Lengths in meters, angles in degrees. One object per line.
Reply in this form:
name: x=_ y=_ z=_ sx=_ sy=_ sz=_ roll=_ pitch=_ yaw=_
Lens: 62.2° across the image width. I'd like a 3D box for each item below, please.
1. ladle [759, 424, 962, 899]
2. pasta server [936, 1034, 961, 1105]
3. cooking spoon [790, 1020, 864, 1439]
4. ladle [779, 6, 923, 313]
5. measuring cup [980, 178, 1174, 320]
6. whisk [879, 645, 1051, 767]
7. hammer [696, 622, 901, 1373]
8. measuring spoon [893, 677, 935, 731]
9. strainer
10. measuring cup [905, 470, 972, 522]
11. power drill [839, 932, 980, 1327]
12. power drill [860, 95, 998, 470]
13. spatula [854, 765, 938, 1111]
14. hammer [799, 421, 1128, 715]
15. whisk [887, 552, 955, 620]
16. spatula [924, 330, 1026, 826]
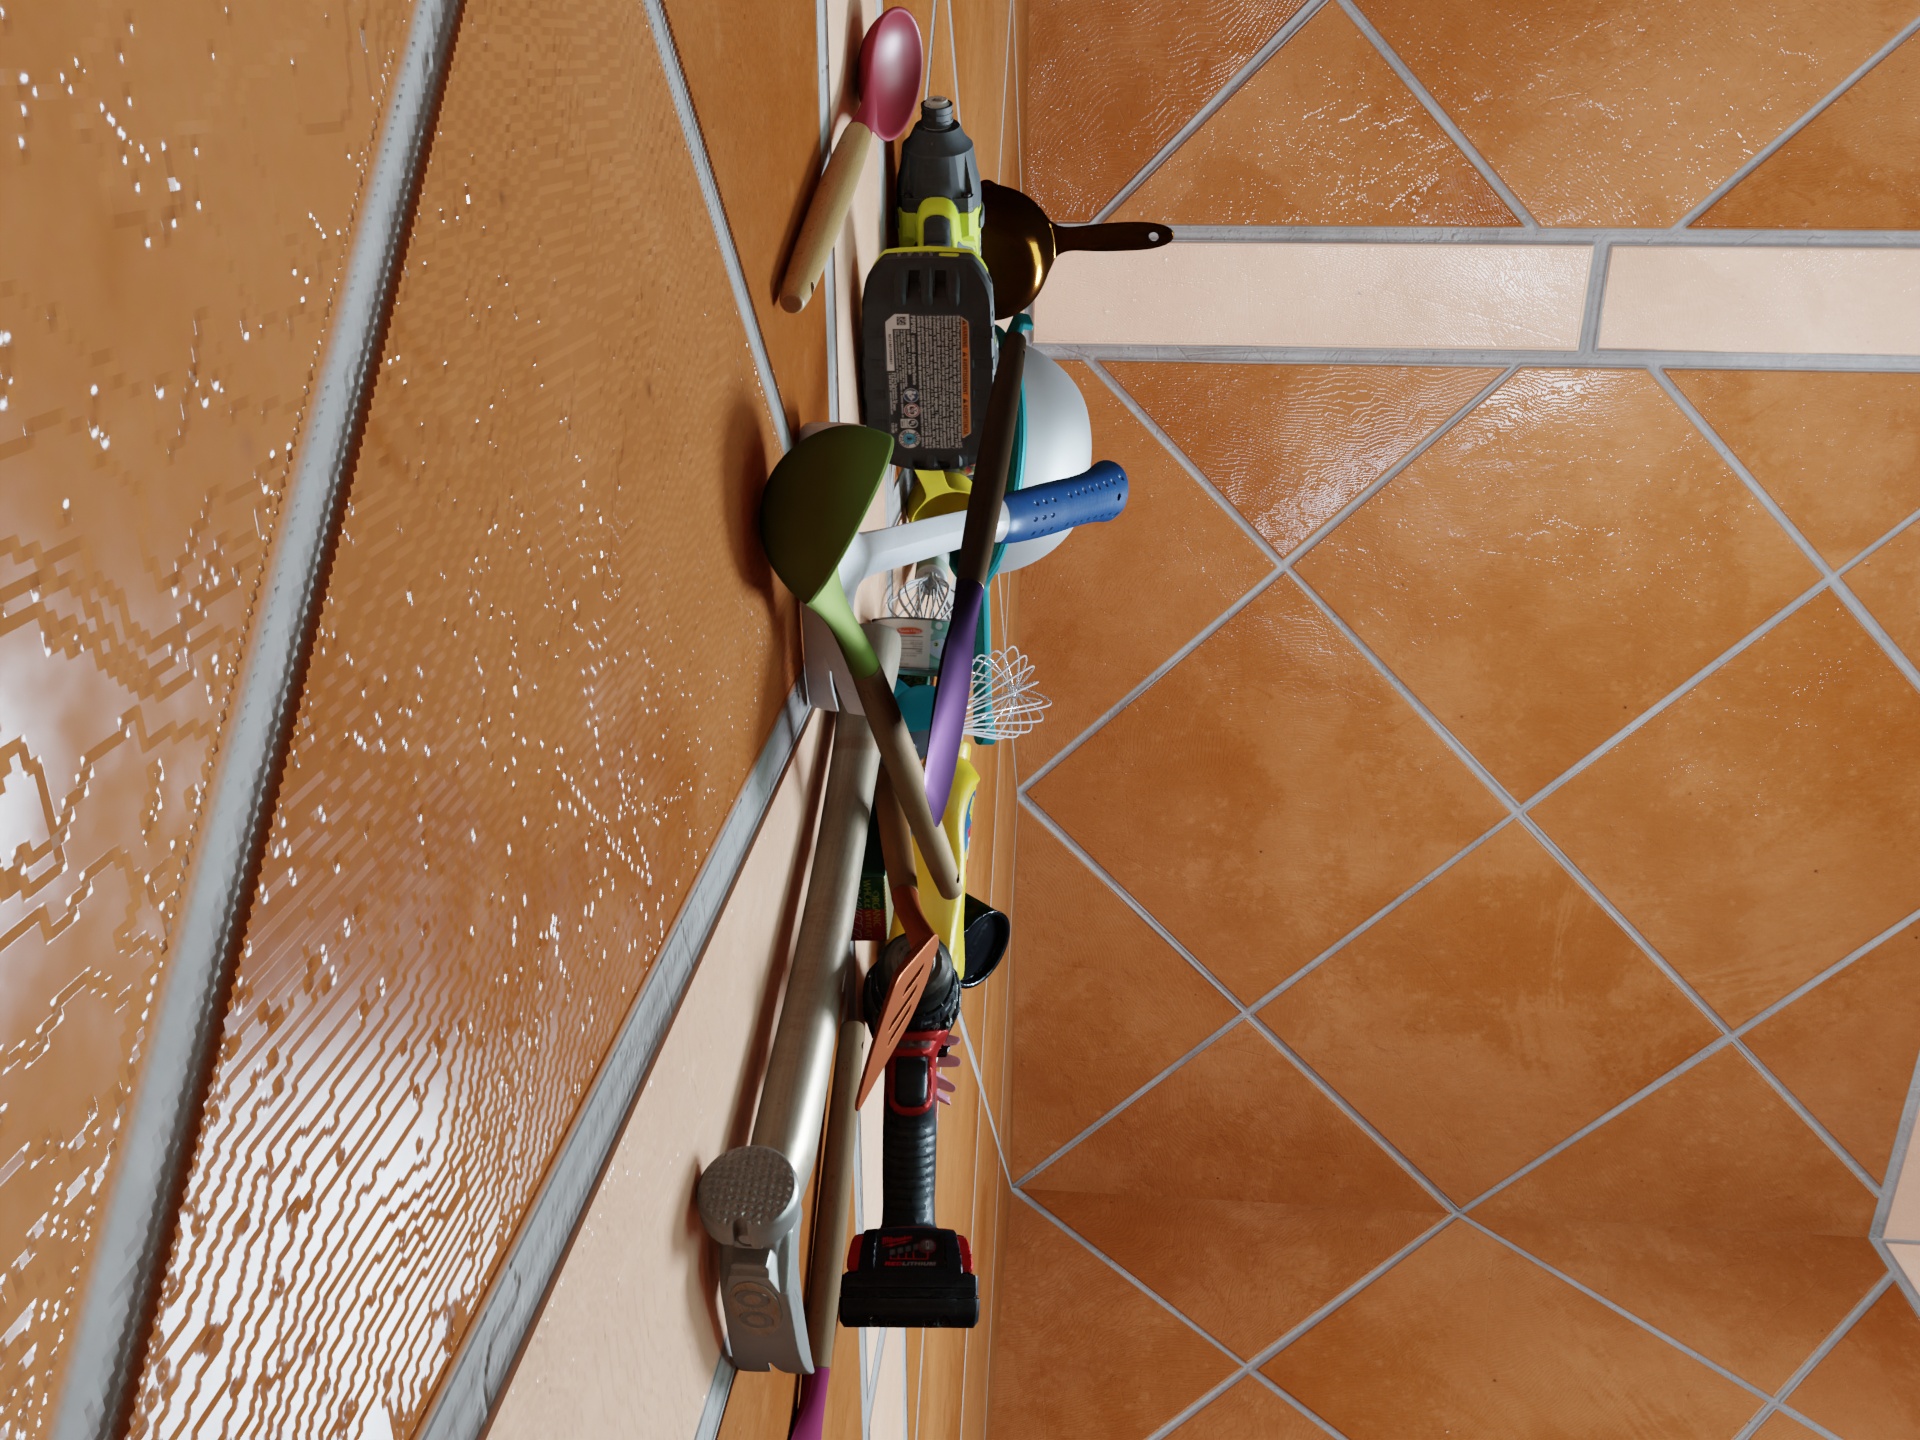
ladle: x=-0.027 y=-0.007 z=0.759 sx=0.319 sy=0.062 sz=0.078 roll=72 pitch=27 yaw=-47
pasta server: x=-0.015 y=0.201 z=1.421 sx=0.316 sy=0.040 sz=0.060 roll=-85 pitch=-174 yaw=-48
cooking spoon: x=-0.074 y=0.319 z=0.853 sx=0.068 sy=0.017 sz=0.319 roll=82 pitch=12 yaw=-65
ladle: x=-0.055 y=-0.283 z=0.802 sx=0.316 sy=0.031 sz=0.069 roll=-80 pitch=168 yaw=-48
measuring cup: x=0.061 y=-0.328 z=1.120 sx=0.052 sy=0.173 sz=0.095 roll=-70 pitch=156 yaw=-48
whisk: x=-0.003 y=-0.004 z=1.048 sx=0.284 sy=0.070 sz=0.070 roll=-25 pitch=118 yaw=-70
hammer: x=-0.065 y=0.102 z=0.779 sx=0.411 sy=0.038 sz=0.146 roll=-83 pitch=175 yaw=-48
measuring spoon: x=-0.036 y=-0.020 z=0.955 sx=0.129 sy=0.042 sz=0.021 roll=-142 pitch=-141 yaw=-67
strainer: x=0.052 y=-0.150 z=1.303 sx=0.211 sy=0.095 sz=0.340 roll=177 pitch=-87 yaw=-73
measuring cup: x=-0.025 y=-0.186 z=1.138 sx=0.156 sy=0.062 sz=0.029 roll=66 pitch=4 yaw=-53
power drill: x=-0.030 y=0.242 z=0.951 sx=0.187 sy=0.080 sz=0.227 roll=99 pitch=-9 yaw=-69
power drill: x=-0.016 y=-0.275 z=1.001 sx=0.223 sy=0.080 sz=0.171 roll=-89 pitch=178 yaw=-49
spatula: x=-0.042 y=0.081 z=0.878 sx=0.323 sy=0.041 sz=0.081 roll=-104 pitch=-153 yaw=-60
hammer: x=0.016 y=-0.110 z=0.928 sx=0.405 sy=0.035 sz=0.144 roll=-27 pitch=123 yaw=-62
whisk: x=-0.022 y=-0.102 z=1.177 sx=0.059 sy=0.057 sz=0.246 roll=-53 pitch=-168 yaw=19
spatula: x=0.009 y=-0.086 z=0.815 sx=0.059 sy=0.018 sz=0.316 roll=76 pitch=19 yaw=-54
